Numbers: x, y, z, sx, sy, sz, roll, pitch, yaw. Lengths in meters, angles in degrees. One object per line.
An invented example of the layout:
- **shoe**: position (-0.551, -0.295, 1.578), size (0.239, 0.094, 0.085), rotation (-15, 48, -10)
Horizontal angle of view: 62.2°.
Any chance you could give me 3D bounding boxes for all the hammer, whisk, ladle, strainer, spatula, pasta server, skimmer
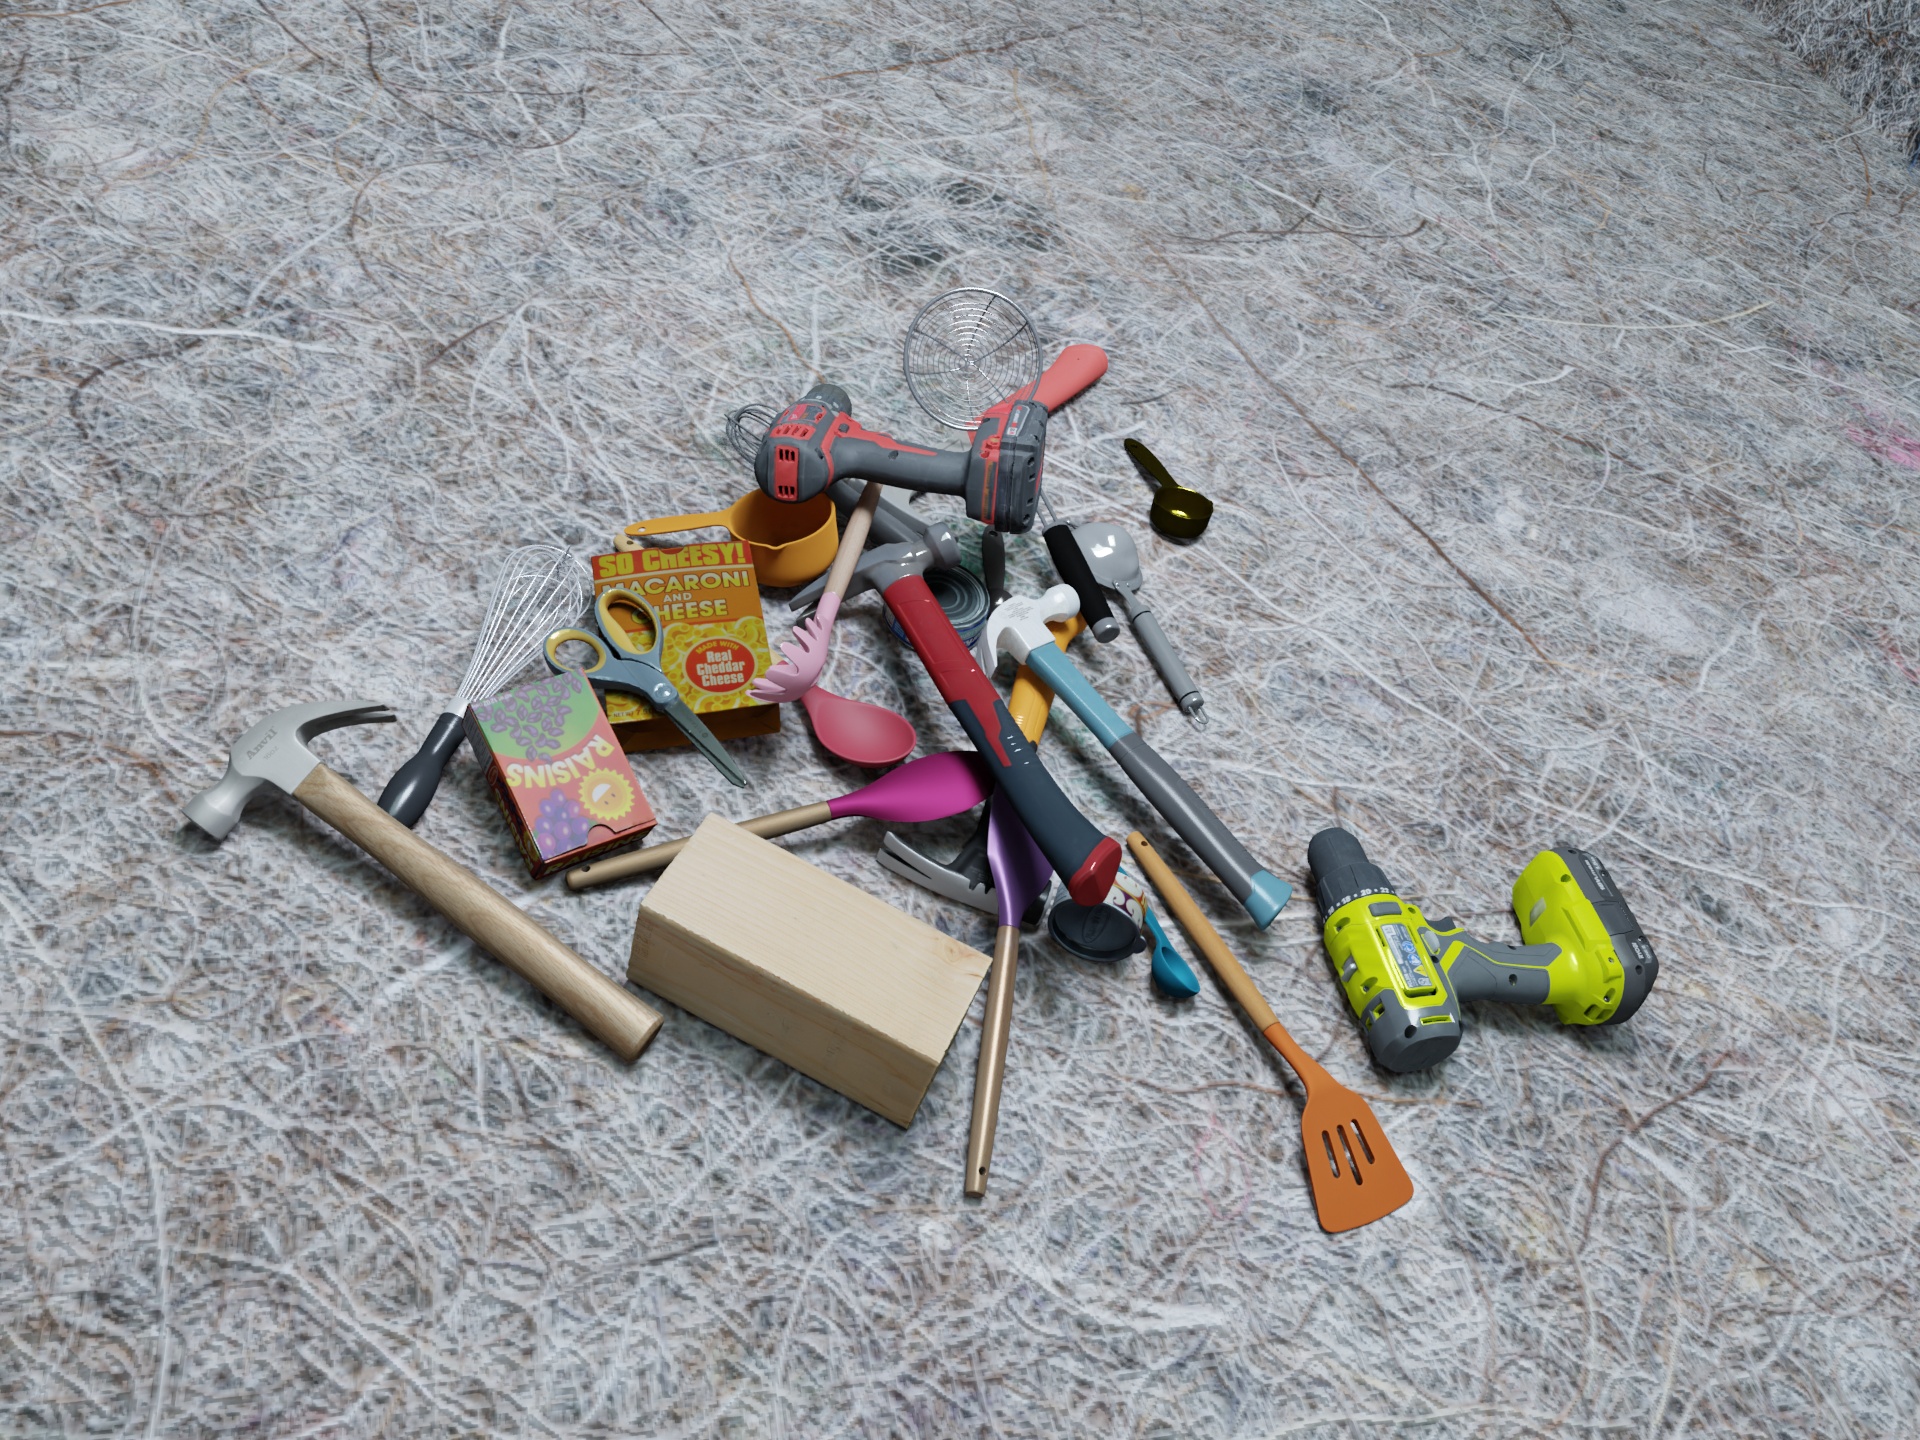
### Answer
- **hammer**: position (0.133, 0.026, 1.211), size (0.128, 0.033, 0.331), rotation (-23, 61, -37)
- **whisk**: position (-0.342, -0.027, 1.132), size (0.070, 0.070, 0.285), rotation (21, 50, 0)
- **hammer**: position (0.040, 0.008, 1.239), size (0.127, 0.034, 0.337), rotation (21, 45, -1)
- **ladle**: position (-0.160, -0.056, 1.236), size (0.315, 0.031, 0.069), rotation (38, 45, 19)
- **strainer**: position (0.154, -0.098, 1.373), size (0.086, 0.050, 0.259), rotation (1, 50, -38)
- **hammer**: position (-0.002, -0.004, 1.152), size (0.143, 0.038, 0.387), rotation (-27, 47, -5)
- **hammer**: position (0.038, -0.270, 1.493), size (0.149, 0.036, 0.359), rotation (37, 48, 16)
- **spatula**: position (0.031, 0.165, 1.069), size (0.059, 0.018, 0.316), rotation (24, 52, -20)
- **pasta server**: position (-0.100, -0.111, 1.221), size (0.040, 0.060, 0.316), rotation (32, 36, -14)
- **whisk**: position (-0.111, -0.199, 1.374), size (0.239, 0.055, 0.055), rotation (38, 48, 11)
- **spatula**: position (0.202, 0.204, 1.121), size (0.081, 0.041, 0.323), rotation (-12, 49, -28)
- **skimmer**: position (0.055, -0.225, 1.371), size (0.127, 0.090, 0.364), rotation (-21, 57, -3)
- **hammer**: position (-0.325, 0.103, 1.009), size (0.331, 0.031, 0.130), rotation (35, 73, 8)

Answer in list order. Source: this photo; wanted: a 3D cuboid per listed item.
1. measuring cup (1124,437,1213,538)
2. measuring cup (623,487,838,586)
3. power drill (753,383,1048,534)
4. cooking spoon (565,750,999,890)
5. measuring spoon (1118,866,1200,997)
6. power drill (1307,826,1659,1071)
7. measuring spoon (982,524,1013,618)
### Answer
- **measuring cup**: position (0.188, -0.221, 1.513), size (0.062, 0.029, 0.157), rotation (-3, 38, -21)
- **measuring cup**: position (-0.185, -0.145, 1.300), size (0.173, 0.052, 0.095), rotation (-5, 42, 4)
- **power drill**: position (-0.045, -0.227, 1.308), size (0.226, 0.080, 0.188), rotation (6, 29, 5)
- **cooking spoon**: position (-0.117, 0.070, 1.110), size (0.319, 0.017, 0.069), rotation (-15, 40, -19)
- **measuring spoon**: position (0.132, 0.152, 1.149), size (0.042, 0.021, 0.129), rotation (32, 21, -44)
- **power drill**: position (0.378, 0.157, 1.186), size (0.228, 0.080, 0.191), rotation (-2, 50, -17)
- **measuring spoon**: position (0.031, -0.134, 1.376), size (0.034, 0.018, 0.124), rotation (8, 46, -11)
